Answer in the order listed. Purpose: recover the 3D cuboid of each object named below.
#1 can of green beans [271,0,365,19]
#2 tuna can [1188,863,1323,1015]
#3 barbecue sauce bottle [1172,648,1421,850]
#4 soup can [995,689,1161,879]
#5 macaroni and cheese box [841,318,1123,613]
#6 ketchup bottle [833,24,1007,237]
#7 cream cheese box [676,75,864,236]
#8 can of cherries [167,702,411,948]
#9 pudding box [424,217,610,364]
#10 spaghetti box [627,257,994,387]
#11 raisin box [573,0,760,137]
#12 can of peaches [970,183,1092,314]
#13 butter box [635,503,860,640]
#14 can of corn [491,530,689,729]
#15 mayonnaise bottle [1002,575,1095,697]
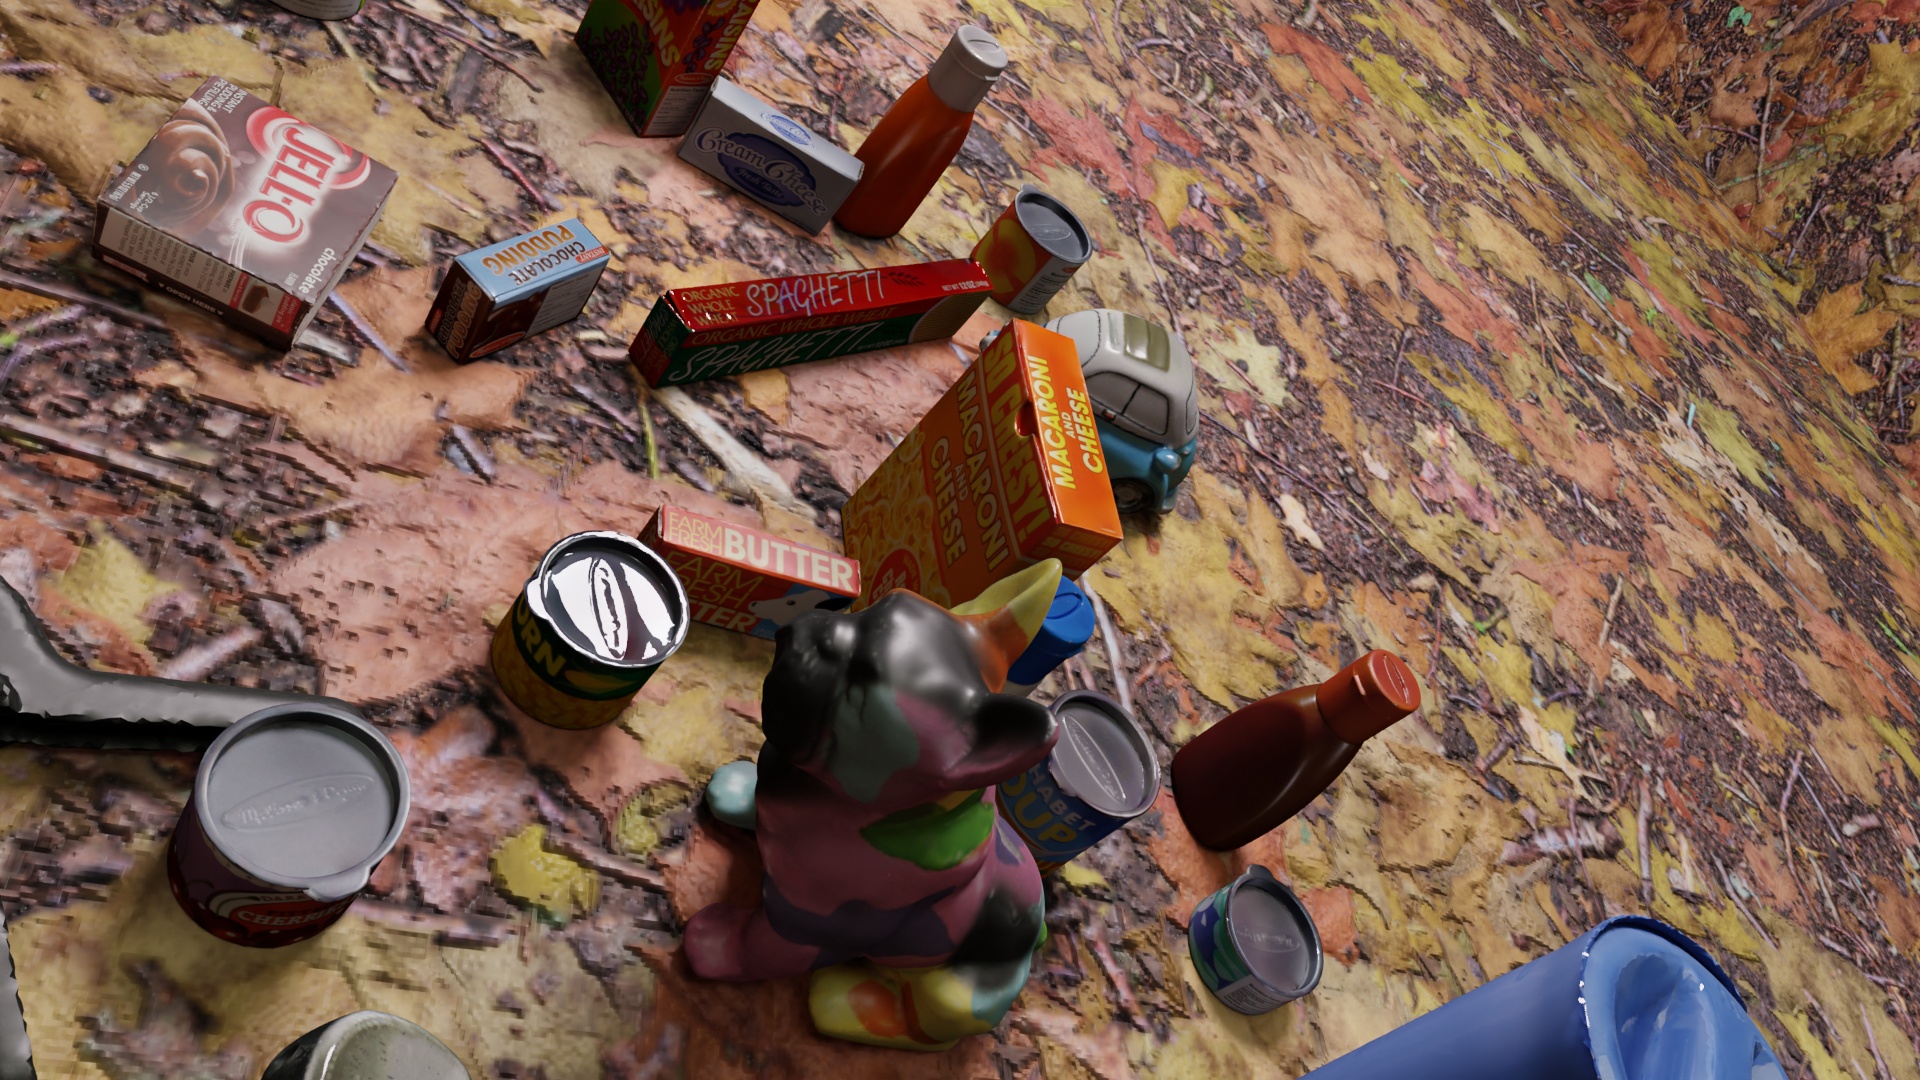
[{"bbox_3d":[-0.344,-0.322,0.739,0.071,0.057,0.071,23,45,-24],"label":"can of green beans"},{"bbox_3d":[0.153,0.209,0.726,0.071,0.032,0.071,23,45,-24],"label":"tuna can"},{"bbox_3d":[0.177,0.109,0.742,0.044,0.148,0.065,10,51,-35],"label":"barbecue sauce bottle"},{"bbox_3d":[0.043,0.120,0.668,0.071,0.083,0.072,23,45,-24],"label":"soup can"},{"bbox_3d":[0.002,-0.009,0.680,0.040,0.165,0.124,15,48,-31],"label":"macaroni and cheese box"},{"bbox_3d":[-0.025,-0.258,0.883,0.065,0.148,0.043,-16,68,-47],"label":"ketchup bottle"},{"bbox_3d":[-0.118,-0.236,0.861,0.104,0.053,0.024,27,43,-20],"label":"cream cheese box"},{"bbox_3d":[-0.230,0.100,0.475,0.071,0.058,0.072,23,45,-24],"label":"can of cherries"},{"bbox_3d":[-0.217,-0.124,0.684,0.030,0.049,0.084,47,40,2],"label":"pudding box"},{"bbox_3d":[-0.078,-0.130,0.807,0.251,0.050,0.029,-19,70,-47],"label":"spaghetti box"},{"bbox_3d":[-0.174,-0.315,0.826,0.040,0.122,0.086,-17,69,-47],"label":"raisin box"},{"bbox_3d":[0.048,-0.202,0.968,0.071,0.057,0.071,23,45,-24],"label":"can of peaches"},{"bbox_3d":[-0.104,0.019,0.655,0.103,0.053,0.024,18,47,-29],"label":"butter box"},{"bbox_3d":[-0.159,0.038,0.587,0.071,0.058,0.071,23,45,-24],"label":"can of corn"},{"bbox_3d":[0.003,0.067,0.631,0.065,0.147,0.041,-20,71,-48],"label":"mayonnaise bottle"}]
